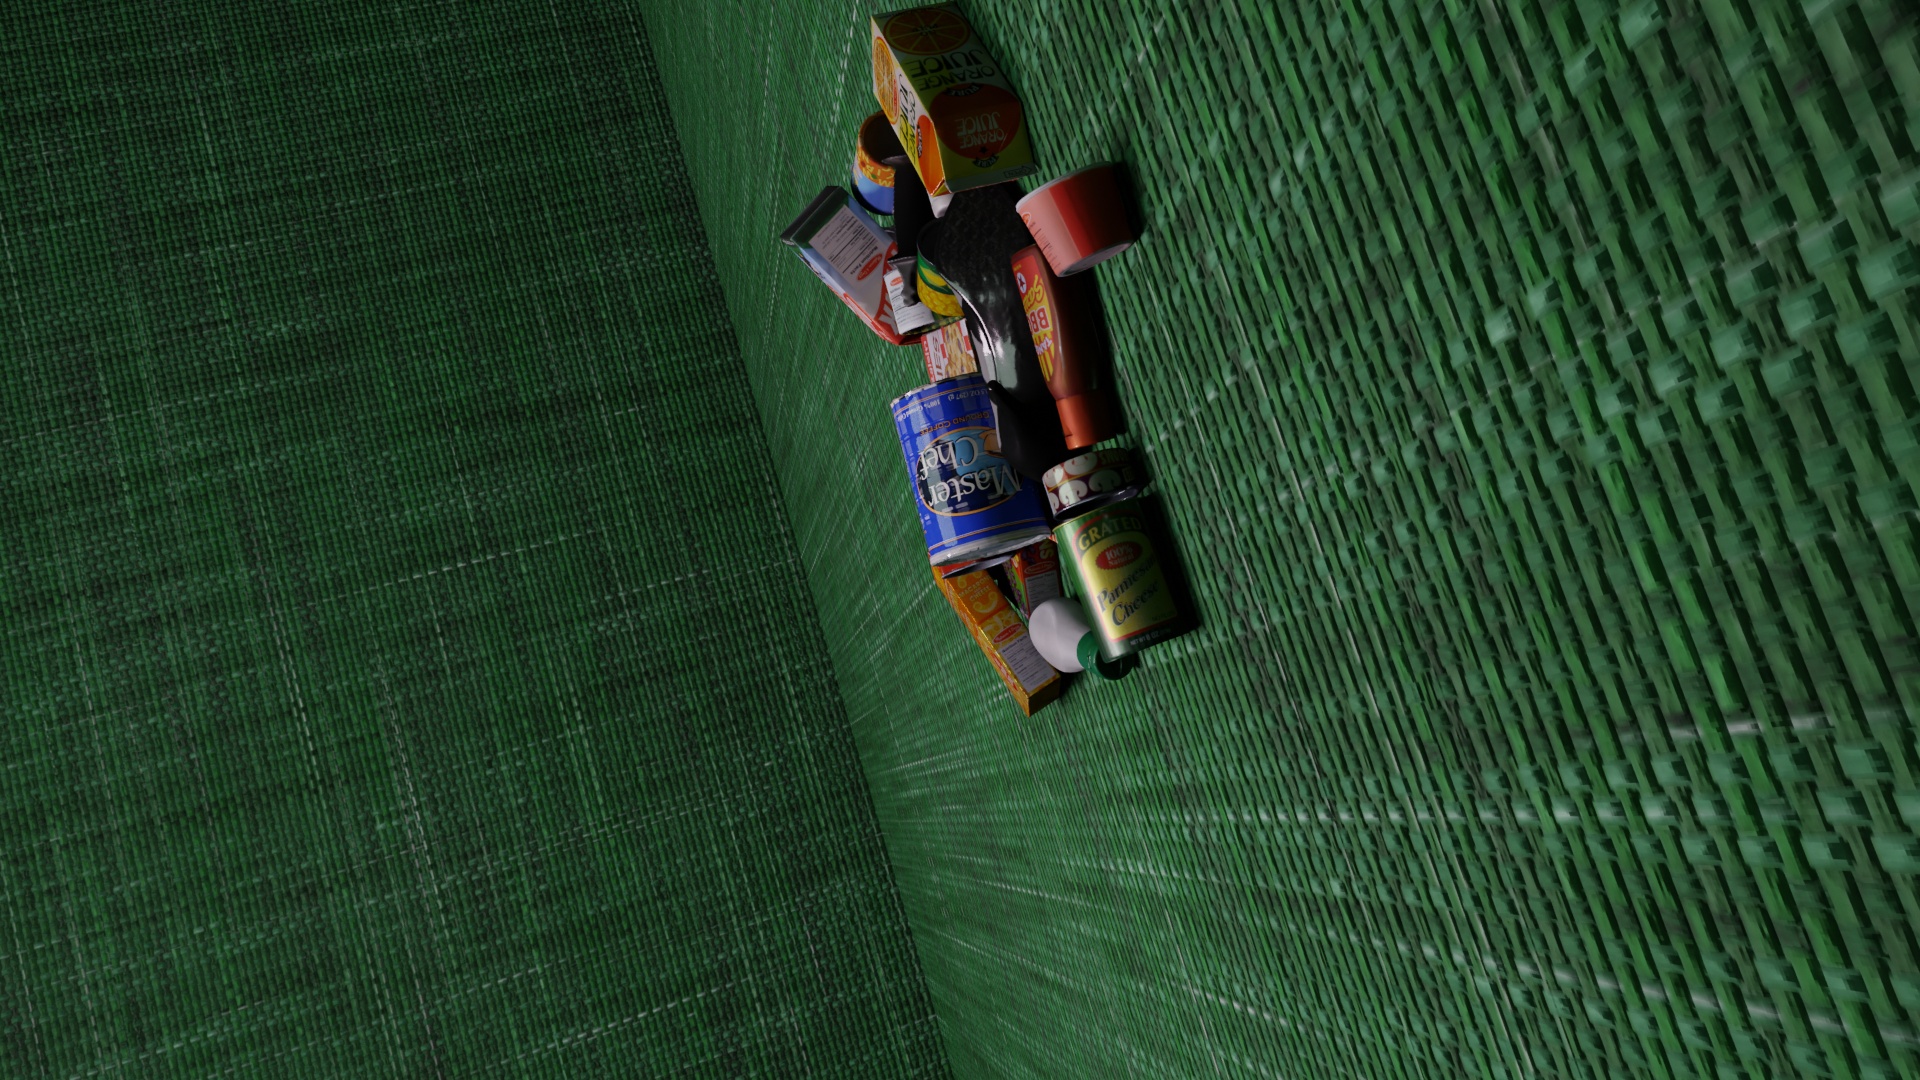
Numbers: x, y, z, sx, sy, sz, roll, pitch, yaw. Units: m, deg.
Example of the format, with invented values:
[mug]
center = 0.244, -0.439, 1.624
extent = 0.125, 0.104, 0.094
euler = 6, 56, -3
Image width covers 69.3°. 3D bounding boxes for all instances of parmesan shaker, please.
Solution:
[parmesan shaker]
center = 0.117, 0.028, 0.988
extent = 0.071, 0.071, 0.103
euler = 133, 117, -75

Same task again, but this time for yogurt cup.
[yogurt cup]
center = 0.077, -0.206, 0.896
extent = 0.054, 0.072, 0.072
euler = 66, 167, -1

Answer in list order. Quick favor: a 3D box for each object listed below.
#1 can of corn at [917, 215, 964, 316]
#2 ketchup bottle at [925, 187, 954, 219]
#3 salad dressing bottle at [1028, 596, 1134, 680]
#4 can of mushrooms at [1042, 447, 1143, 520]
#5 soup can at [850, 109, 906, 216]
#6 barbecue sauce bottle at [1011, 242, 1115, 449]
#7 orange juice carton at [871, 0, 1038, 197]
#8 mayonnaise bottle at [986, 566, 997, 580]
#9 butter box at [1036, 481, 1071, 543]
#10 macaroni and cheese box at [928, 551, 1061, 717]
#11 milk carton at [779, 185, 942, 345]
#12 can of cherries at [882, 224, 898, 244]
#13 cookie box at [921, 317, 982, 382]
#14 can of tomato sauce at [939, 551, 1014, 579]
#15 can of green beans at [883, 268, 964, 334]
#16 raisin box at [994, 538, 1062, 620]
[can of corn]
center = -0.003, -0.234, 1.192
extent = 0.058, 0.071, 0.071
euler = 93, 157, -56
[ketchup bottle]
center = -0.026, -0.353, 1.198
extent = 0.064, 0.044, 0.149
euler = 144, 110, -67
[salad dressing bottle]
center = 0.102, 0.086, 1.172
extent = 0.148, 0.044, 0.064
euler = -157, 54, -72
[can of mushrooms]
center = 0.096, -0.041, 1.002
extent = 0.071, 0.071, 0.033
euler = 126, 129, -73
[soup can]
center = -0.070, -0.359, 1.316
extent = 0.083, 0.071, 0.071
euler = 117, 136, -70
[barbecue sauce bottle]
center = 0.077, -0.142, 1.008
extent = 0.065, 0.044, 0.148
euler = 175, 79, -76
[orange juice carton]
center = -0.007, -0.333, 1.078
extent = 0.072, 0.072, 0.193
euler = 91, 159, -51
[mayonnaise bottle]
center = 0.011, -0.029, 1.332
extent = 0.147, 0.041, 0.065
euler = 62, 180, -42
[butter box]
center = 0.087, -0.023, 1.145
extent = 0.103, 0.024, 0.053
euler = -146, 43, -70
[macaroni and cheese box]
center = 0.034, 0.082, 1.327
extent = 0.167, 0.040, 0.123
euler = 55, 173, 14
[milk carton]
center = -0.083, -0.259, 1.382
extent = 0.190, 0.073, 0.072
euler = 43, 178, -20
[can of cherries]
center = -0.082, -0.296, 1.459
extent = 0.058, 0.071, 0.071
euler = -153, 49, -74
[cookie box]
center = 0.012, -0.142, 1.286
extent = 0.167, 0.040, 0.122
euler = -168, 63, -75
[can of tomato sauce]
center = 0.004, -0.015, 1.233
extent = 0.071, 0.071, 0.083
euler = 135, 119, -75
[can of green beans]
center = -0.034, -0.232, 1.319
extent = 0.071, 0.071, 0.058
euler = 173, 81, -77
[raisin box]
center = 0.055, -0.001, 1.273
extent = 0.086, 0.040, 0.123
euler = -132, 30, -65
